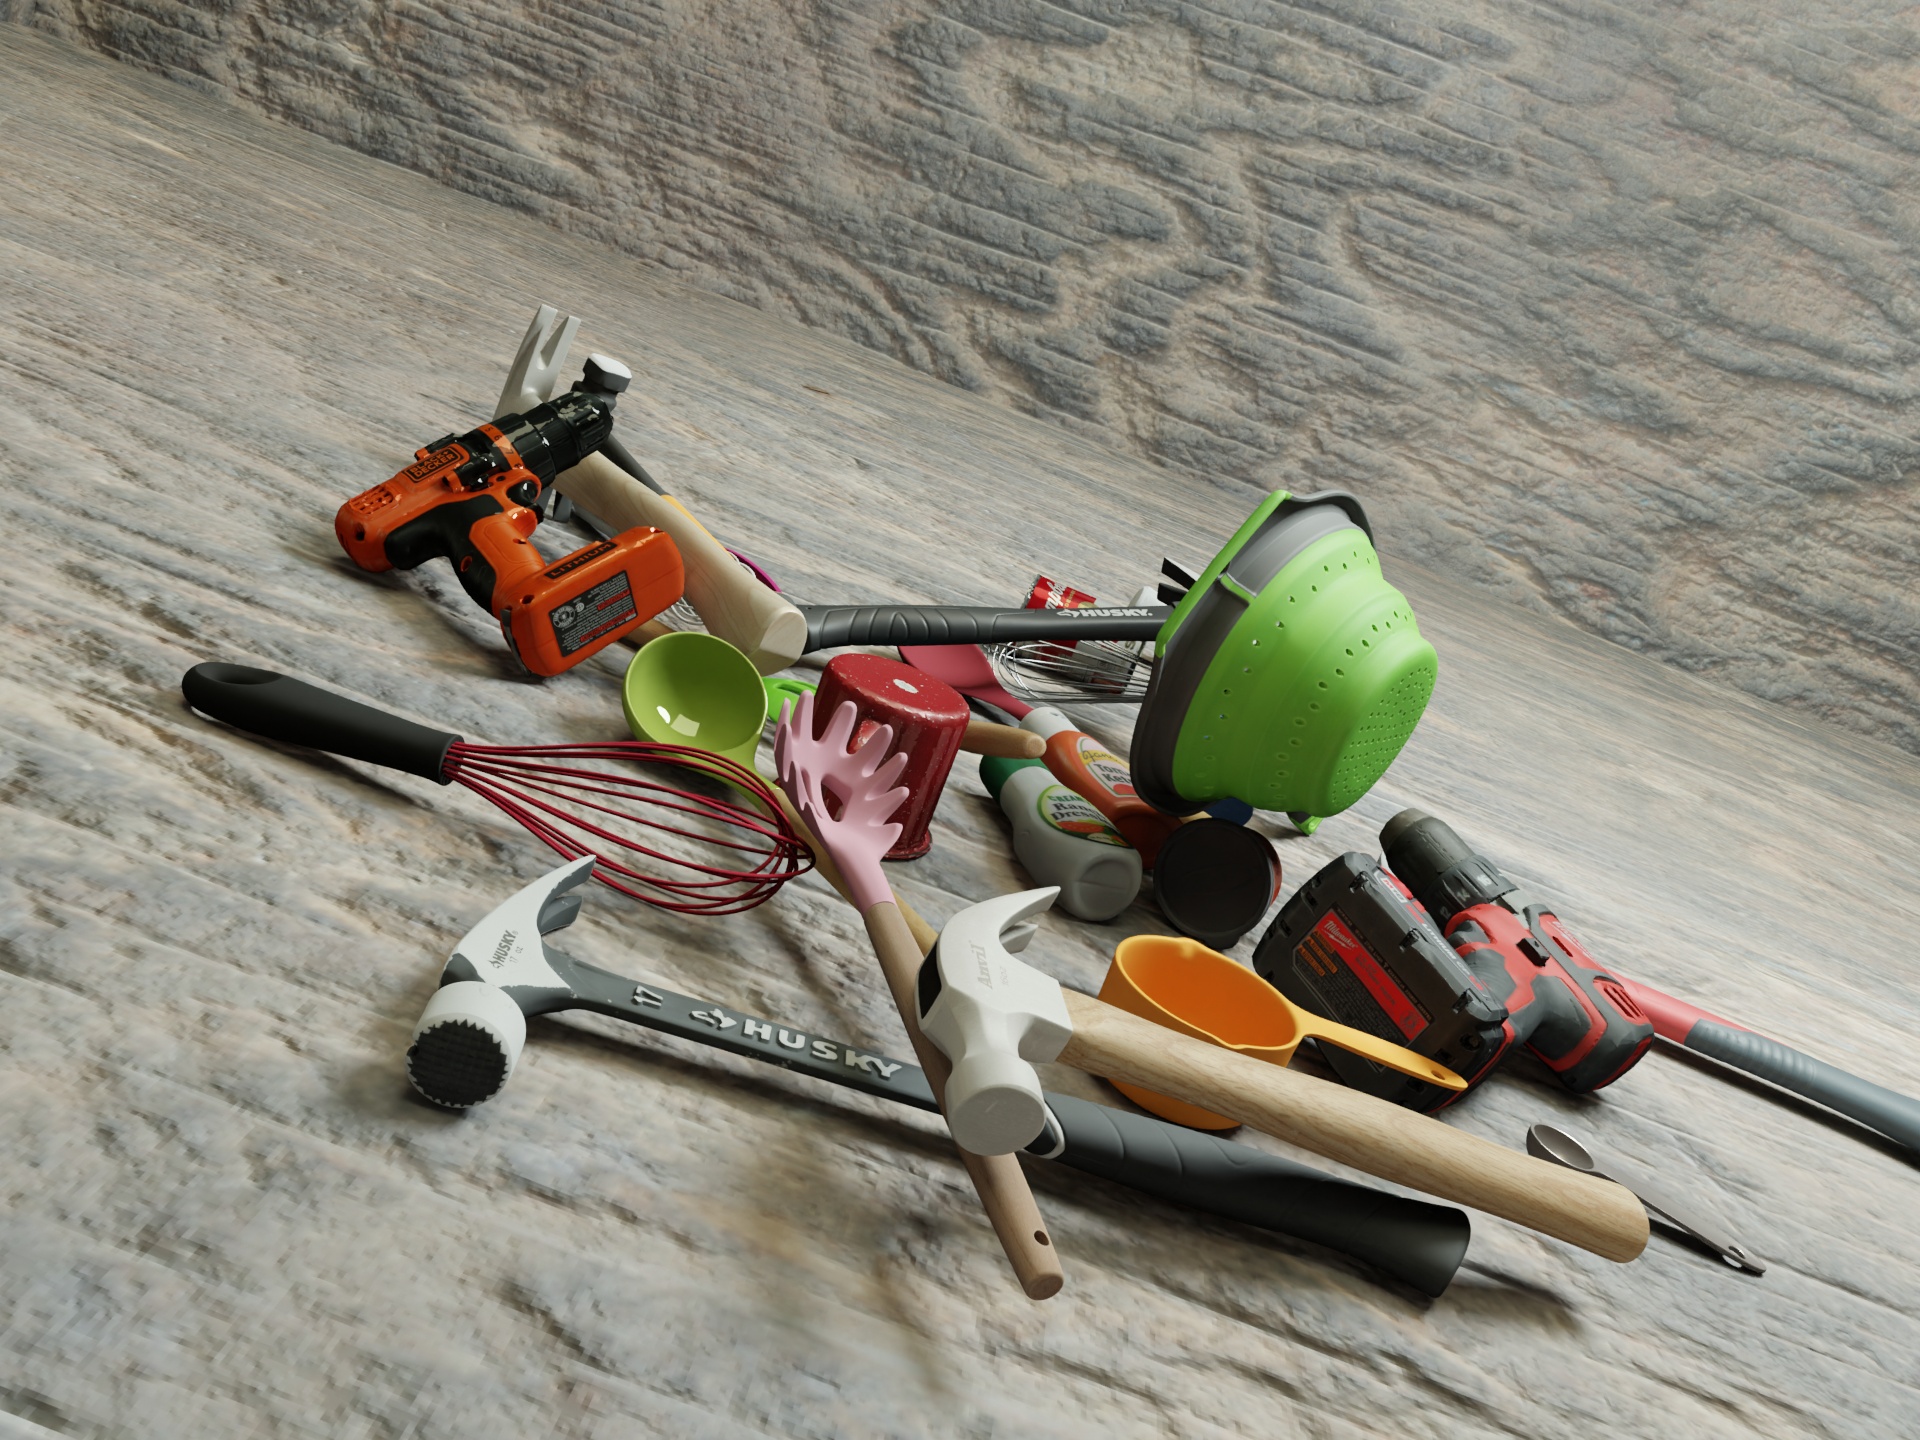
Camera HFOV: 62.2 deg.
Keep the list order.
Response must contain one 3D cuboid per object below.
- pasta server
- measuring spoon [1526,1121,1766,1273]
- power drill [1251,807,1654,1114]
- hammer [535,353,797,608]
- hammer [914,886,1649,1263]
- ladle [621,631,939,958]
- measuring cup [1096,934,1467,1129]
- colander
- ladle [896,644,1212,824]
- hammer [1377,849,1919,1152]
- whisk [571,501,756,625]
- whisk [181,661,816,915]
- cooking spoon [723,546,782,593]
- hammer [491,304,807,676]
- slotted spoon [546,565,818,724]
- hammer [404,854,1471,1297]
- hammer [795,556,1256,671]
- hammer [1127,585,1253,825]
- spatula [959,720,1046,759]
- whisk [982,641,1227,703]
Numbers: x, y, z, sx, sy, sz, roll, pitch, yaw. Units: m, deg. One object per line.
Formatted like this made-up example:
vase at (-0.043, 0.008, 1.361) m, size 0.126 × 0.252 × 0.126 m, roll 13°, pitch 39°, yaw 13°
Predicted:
pasta server at (-0.020, 0.085, 0.607) m, size 0.060 × 0.040 × 0.317 m, roll 15°, pitch 24°, yaw -28°
measuring spoon at (0.322, 0.231, 0.754) m, size 0.124 × 0.018 × 0.034 m, roll 30°, pitch 18°, yaw 6°
power drill at (0.253, 0.118, 0.844) m, size 0.226 × 0.080 × 0.188 m, roll 6°, pitch 39°, yaw -46°
hammer at (-0.196, -0.123, 1.042) m, size 0.034 × 0.127 × 0.337 m, roll 11°, pitch 24°, yaw -41°
hammer at (0.131, 0.147, 0.602) m, size 0.331 × 0.031 × 0.130 m, roll 23°, pitch 24°, yaw -21°
ladle at (-0.076, 0.038, 0.745) m, size 0.078 × 0.062 × 0.320 m, roll -10°, pitch 28°, yaw -31°
measuring cup at (0.139, 0.153, 0.706) m, size 0.173 × 0.052 × 0.095 m, roll 20°, pitch 17°, yaw -10°
colander at (0.217, 0.015, 0.939) m, size 0.095 × 0.204 × 0.396 m, roll 37°, pitch -6°, yaw 28°
ladle at (0.074, 0.013, 1.084) m, size 0.316 × 0.031 × 0.069 m, roll 33°, pitch 37°, yaw 27°
hammer at (0.439, 0.179, 0.996) m, size 0.386 × 0.038 × 0.143 m, roll 23°, pitch 16°, yaw 6°
whisk at (-0.220, -0.122, 1.124) m, size 0.247 × 0.059 × 0.057 m, roll 33°, pitch -23°, yaw 44°
whisk at (-0.204, 0.023, 0.694) m, size 0.296 × 0.073 × 0.073 m, roll 16°, pitch 17°, yaw 6°
cooking spoon at (-0.209, -0.140, 1.189) m, size 0.319 × 0.017 × 0.068 m, roll 33°, pitch -21°, yaw 46°
hammer at (-0.206, -0.143, 1.007) m, size 0.038 × 0.146 × 0.411 m, roll 14°, pitch 17°, yaw -43°
slotted spoon at (-0.189, -0.052, 0.977) m, size 0.314 × 0.031 × 0.070 m, roll 26°, pitch 15°, yaw 19°
hammer at (0.009, 0.146, 0.606) m, size 0.409 × 0.036 × 0.149 m, roll 19°, pitch 17°, yaw -9°
hammer at (0.038, -0.069, 1.102) m, size 0.334 × 0.035 × 0.146 m, roll -1°, pitch 30°, yaw -14°
hammer at (0.198, -0.007, 1.247) m, size 0.144 × 0.035 × 0.406 m, roll 33°, pitch 19°, yaw -6°
spatula at (-0.001, -0.003, 0.932) m, size 0.082 × 0.044 × 0.317 m, roll 20°, pitch -3°, yaw -15°
whisk at (0.145, -0.024, 1.131) m, size 0.285 × 0.070 × 0.070 m, roll 14°, pitch 13°, yaw 23°
